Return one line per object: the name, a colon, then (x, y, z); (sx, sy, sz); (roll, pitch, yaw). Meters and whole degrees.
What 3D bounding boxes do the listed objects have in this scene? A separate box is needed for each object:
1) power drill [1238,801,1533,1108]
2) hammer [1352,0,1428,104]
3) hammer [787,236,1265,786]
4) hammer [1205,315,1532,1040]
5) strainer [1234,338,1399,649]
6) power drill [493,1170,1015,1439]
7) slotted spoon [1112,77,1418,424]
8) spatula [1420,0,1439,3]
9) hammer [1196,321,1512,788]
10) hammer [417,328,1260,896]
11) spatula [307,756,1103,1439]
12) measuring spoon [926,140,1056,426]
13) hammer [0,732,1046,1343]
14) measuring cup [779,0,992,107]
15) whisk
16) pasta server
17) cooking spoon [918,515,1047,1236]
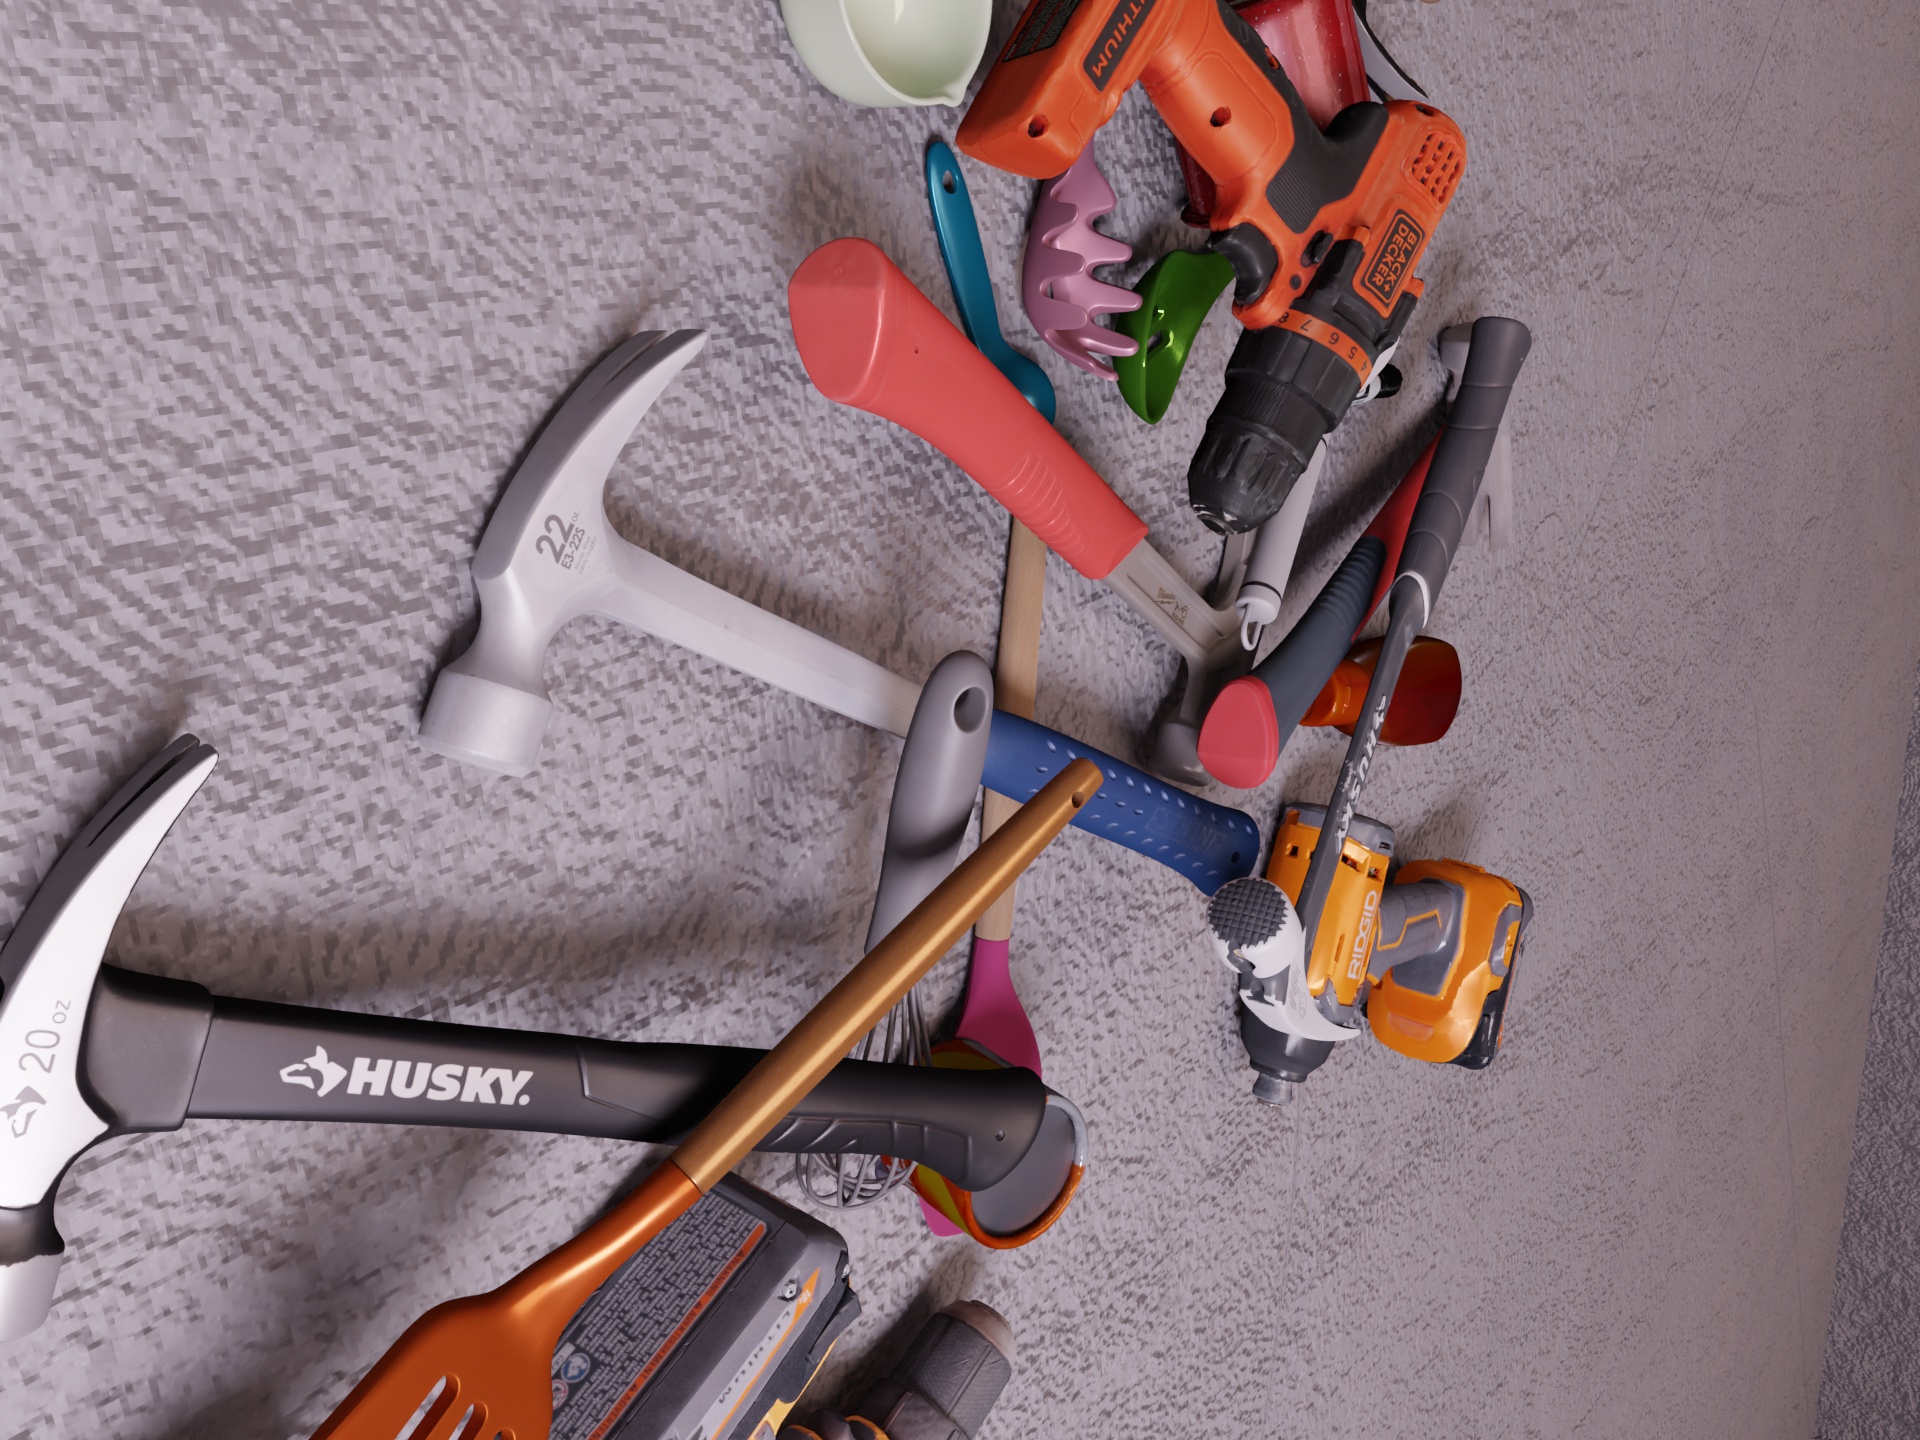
power drill: (0.239, 0.145, 0.917); (0.226, 0.084, 0.164); (18, 86, -47)
hammer: (0.249, -0.461, 0.782); (0.127, 0.034, 0.337); (43, 68, -37)
hammer: (0.050, -0.089, 0.626); (0.358, 0.037, 0.149); (32, 73, -56)
hammer: (0.213, -0.037, 0.763); (0.409, 0.036, 0.149); (-65, 146, -24)
strainer: (0.166, -0.136, 0.739); (0.086, 0.050, 0.259); (58, 45, -48)
power drill: (-0.058, 0.257, 0.587); (0.185, 0.084, 0.226); (-48, 137, -31)
slotted spoon: (0.149, -0.237, 0.749); (0.314, 0.031, 0.070); (-48, 146, -35)
spatula: (0.273, -0.533, 0.828); (0.059, 0.018, 0.316); (8, 92, -50)
hammer: (0.221, -0.072, 0.836); (0.386, 0.038, 0.143); (-47, 133, -42)
hammer: (-0.001, -0.002, 0.598); (0.405, 0.035, 0.144); (24, 82, -46)
spatula: (-0.058, 0.118, 0.463); (0.322, 0.041, 0.081); (-43, 120, -24)
measuring spoon: (0.014, -0.158, 0.608); (0.042, 0.021, 0.128); (-46, 133, -33)
hammer: (-0.103, 0.104, 0.472); (0.334, 0.035, 0.146); (15, 88, -38)
measuring cup: (-0.003, -0.272, 0.550); (0.168, 0.038, 0.083); (-51, 134, -33)
whisk: (-0.020, 0.083, 0.566); (0.055, 0.055, 0.238); (-19, 130, -47)
pasta server: (0.062, -0.293, 0.621); (0.060, 0.040, 0.316); (2, 97, -62)
cooking spoon: (0.016, 0.066, 0.672); (0.068, 0.017, 0.319); (-2, 101, -39)
